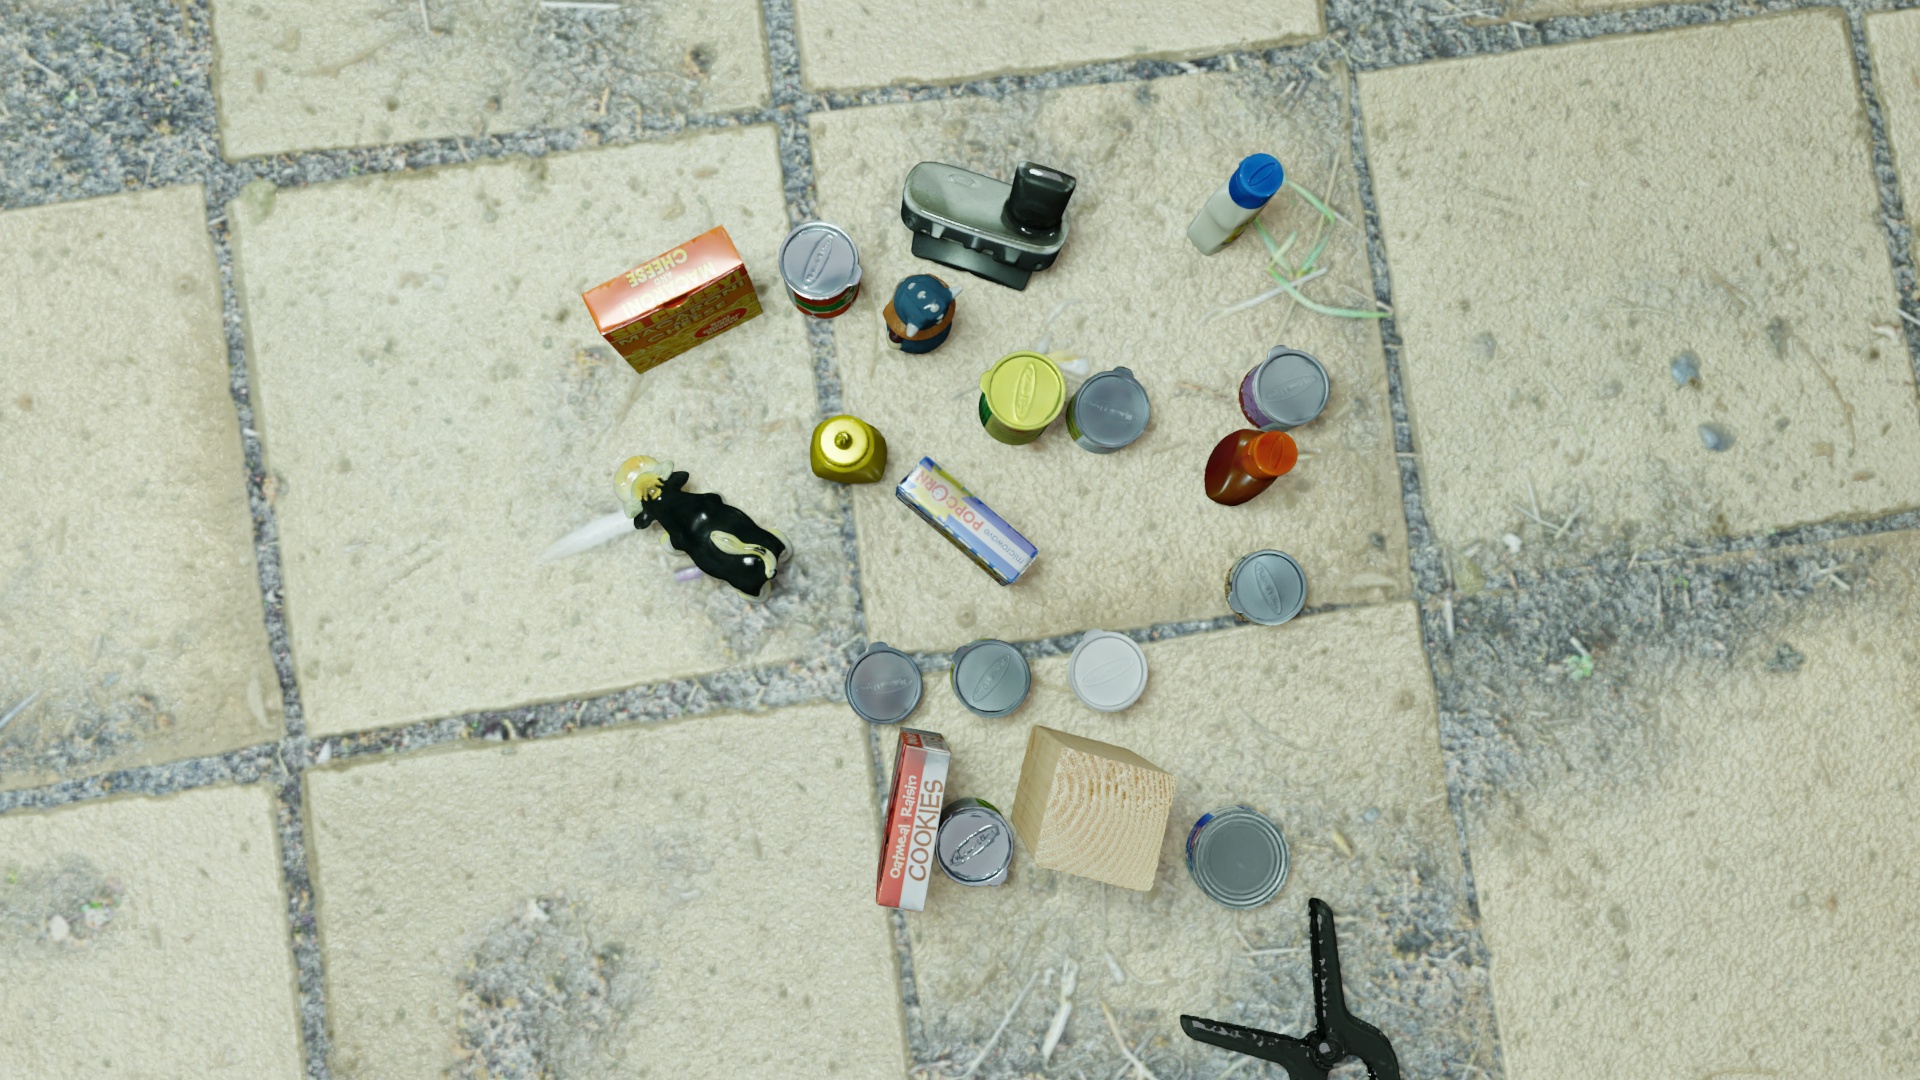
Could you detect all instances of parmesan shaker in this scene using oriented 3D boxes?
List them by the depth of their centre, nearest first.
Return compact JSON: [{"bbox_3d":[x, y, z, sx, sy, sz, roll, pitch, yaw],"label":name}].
[{"bbox_3d":[0.048,-0.121,1.181,0.071,0.103,0.071,0,87,-3],"label":"parmesan shaker"}]

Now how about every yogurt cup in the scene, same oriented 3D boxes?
[{"bbox_3d":[0.123,0.112,1.195,0.072,0.054,0.072,0,87,-3],"label":"yogurt cup"}]

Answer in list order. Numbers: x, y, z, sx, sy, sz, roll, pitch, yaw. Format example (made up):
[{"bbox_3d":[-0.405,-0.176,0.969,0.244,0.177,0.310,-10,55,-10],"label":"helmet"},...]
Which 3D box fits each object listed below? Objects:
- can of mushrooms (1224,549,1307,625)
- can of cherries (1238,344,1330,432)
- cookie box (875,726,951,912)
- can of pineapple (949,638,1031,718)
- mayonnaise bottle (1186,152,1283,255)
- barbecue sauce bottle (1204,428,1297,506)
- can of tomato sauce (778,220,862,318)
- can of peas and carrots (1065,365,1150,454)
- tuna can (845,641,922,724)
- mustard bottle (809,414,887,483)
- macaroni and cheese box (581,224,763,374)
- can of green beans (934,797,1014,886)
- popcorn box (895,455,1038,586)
[{"bbox_3d":[0.265,0.042,1.219,0.071,0.033,0.071,0,86,-3],"label":"can of mushrooms"},{"bbox_3d":[0.282,-0.132,1.218,0.071,0.058,0.071,0,87,-3],"label":"can of cherries"},{"bbox_3d":[-0.041,0.220,1.122,0.040,0.167,0.123,10,86,-3],"label":"cookie box"},{"bbox_3d":[0.024,0.115,1.187,0.071,0.058,0.071,0,87,-3],"label":"can of pineapple"},{"bbox_3d":[0.236,-0.288,1.181,0.065,0.148,0.041,-40,90,-4],"label":"mayonnaise bottle"},{"bbox_3d":[0.244,-0.065,1.167,0.044,0.148,0.065,17,86,-2],"label":"barbecue sauce bottle"},{"bbox_3d":[-0.118,-0.229,1.188,0.071,0.083,0.071,0,87,-3],"label":"can of tomato sauce"},{"bbox_3d":[0.128,-0.113,1.208,0.071,0.058,0.071,0,87,-3],"label":"can of peas and carrots"},{"bbox_3d":[-0.066,0.122,1.194,0.071,0.033,0.071,0,86,-3],"label":"tuna can"},{"bbox_3d":[-0.093,-0.076,1.141,0.065,0.160,0.049,4,87,-3],"label":"mustard bottle"},{"bbox_3d":[-0.230,-0.193,1.137,0.124,0.166,0.040,-28,89,-4],"label":"macaroni and cheese box"},{"bbox_3d":[0.010,0.255,1.177,0.071,0.058,0.071,0,87,-3],"label":"can of green beans"},{"bbox_3d":[0.004,-0.015,1.181,0.127,0.085,0.038,40,86,0],"label":"popcorn box"}]
